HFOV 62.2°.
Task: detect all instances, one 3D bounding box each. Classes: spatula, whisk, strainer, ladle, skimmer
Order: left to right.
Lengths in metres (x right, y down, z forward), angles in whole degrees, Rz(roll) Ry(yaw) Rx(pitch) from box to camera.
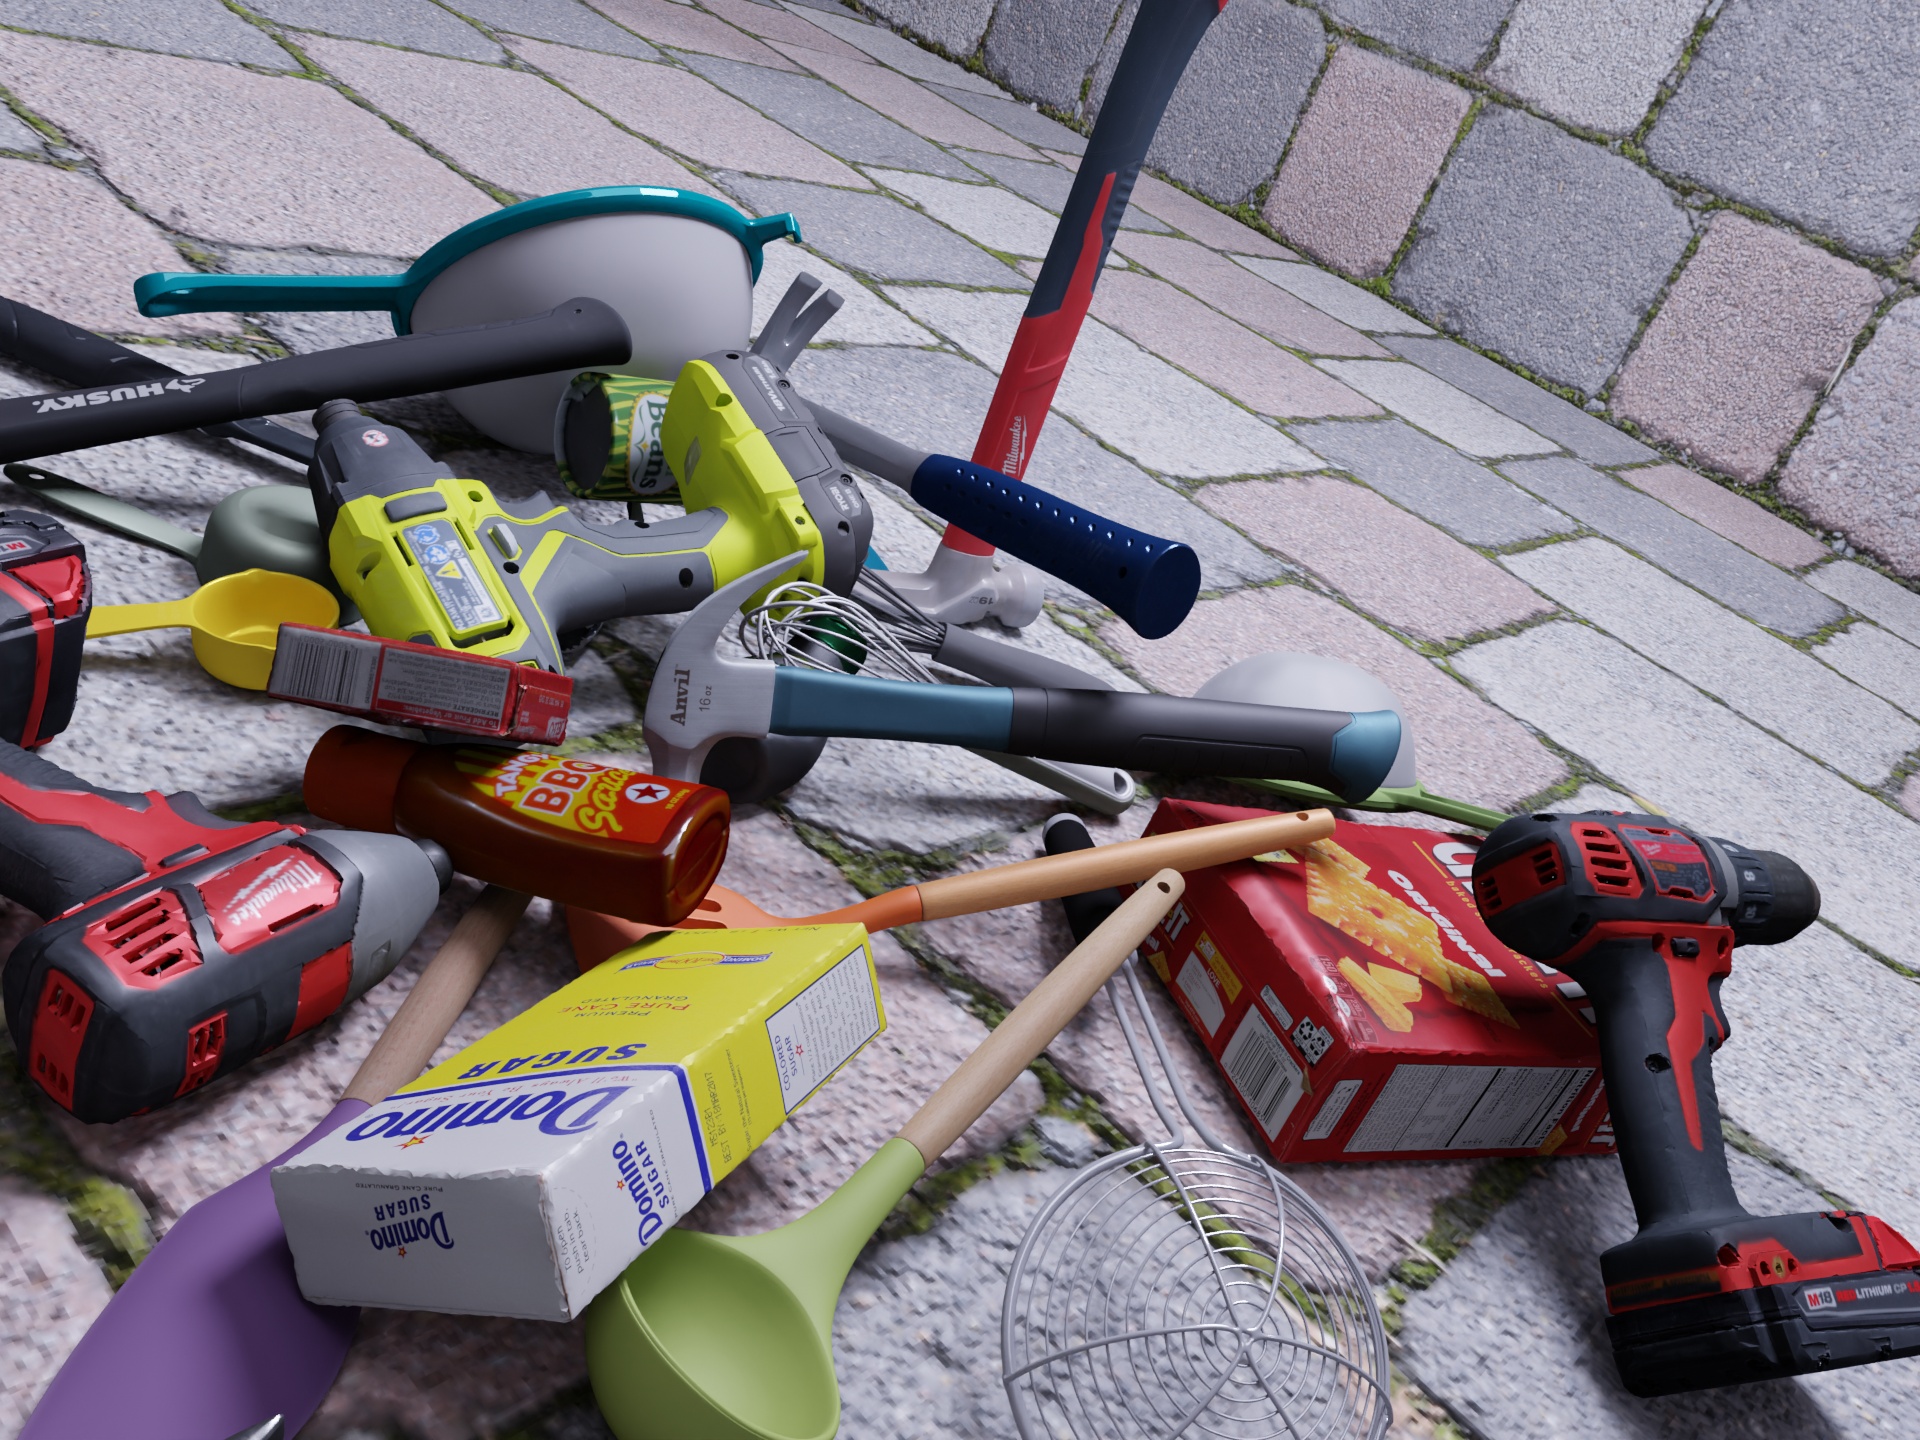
[{"bbox_3d":[-0.177,0.109,0.505,0.059,0.018,0.316,25,28,-6],"label":"spatula"},{"bbox_3d":[-0.252,-0.196,0.859,0.340,0.211,0.095,-12,81,-39],"label":"strainer"},{"bbox_3d":[-0.009,-0.044,0.876,0.239,0.055,0.055,21,27,-15],"label":"whisk"},{"bbox_3d":[-0.001,-0.002,0.755,0.246,0.059,0.058,26,53,-37],"label":"whisk"},{"bbox_3d":[0.002,0.122,0.523,0.078,0.062,0.320,41,42,12],"label":"ladle"},{"bbox_3d":[0.006,0.063,0.645,0.322,0.041,0.081,-10,37,-14],"label":"spatula"},{"bbox_3d":[0.061,0.146,0.613,0.127,0.090,0.364,9,20,-10],"label":"skimmer"},{"bbox_3d":[0.225,0.011,0.840,0.256,0.069,0.151,17,11,41],"label":"strainer"}]

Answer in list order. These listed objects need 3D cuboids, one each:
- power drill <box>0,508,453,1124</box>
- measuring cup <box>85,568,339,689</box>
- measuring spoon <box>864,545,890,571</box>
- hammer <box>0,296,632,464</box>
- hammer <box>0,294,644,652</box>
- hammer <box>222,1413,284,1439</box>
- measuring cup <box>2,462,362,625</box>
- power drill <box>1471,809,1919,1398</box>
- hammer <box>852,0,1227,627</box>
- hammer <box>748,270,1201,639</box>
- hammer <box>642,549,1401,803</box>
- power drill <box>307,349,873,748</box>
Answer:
[{"bbox_3d":[-0.279,0.025,0.517,0.220,0.078,0.143,35,30,15],"label":"power drill"},{"bbox_3d":[-0.330,-0.029,0.634,0.156,0.029,0.062,-8,40,-27],"label":"measuring cup"},{"bbox_3d":[-0.081,-0.116,0.984,0.042,0.021,0.129,-9,51,-47],"label":"measuring spoon"},{"bbox_3d":[-0.314,-0.150,0.729,0.334,0.035,0.146,-17,46,-25],"label":"hammer"},{"bbox_3d":[-0.352,-0.149,0.806,0.409,0.036,0.149,22,26,-2],"label":"hammer"},{"bbox_3d":[-0.320,0.093,0.395,0.359,0.036,0.149,39,37,28],"label":"hammer"},{"bbox_3d":[-0.341,-0.093,0.710,0.167,0.038,0.083,22,28,-8],"label":"measuring cup"},{"bbox_3d":[0.314,0.145,0.652,0.187,0.080,0.227,7,60,-30],"label":"power drill"},{"bbox_3d":[0.041,-0.231,0.871,0.143,0.386,0.038,5,27,-33],"label":"hammer"},{"bbox_3d":[-0.021,-0.133,0.814,0.035,0.144,0.406,25,6,-41],"label":"hammer"},{"bbox_3d":[0.033,0.002,0.682,0.331,0.128,0.033,5,5,-13],"label":"hammer"},{"bbox_3d":[-0.167,-0.091,0.720,0.223,0.080,0.171,-21,71,-36],"label":"power drill"}]
